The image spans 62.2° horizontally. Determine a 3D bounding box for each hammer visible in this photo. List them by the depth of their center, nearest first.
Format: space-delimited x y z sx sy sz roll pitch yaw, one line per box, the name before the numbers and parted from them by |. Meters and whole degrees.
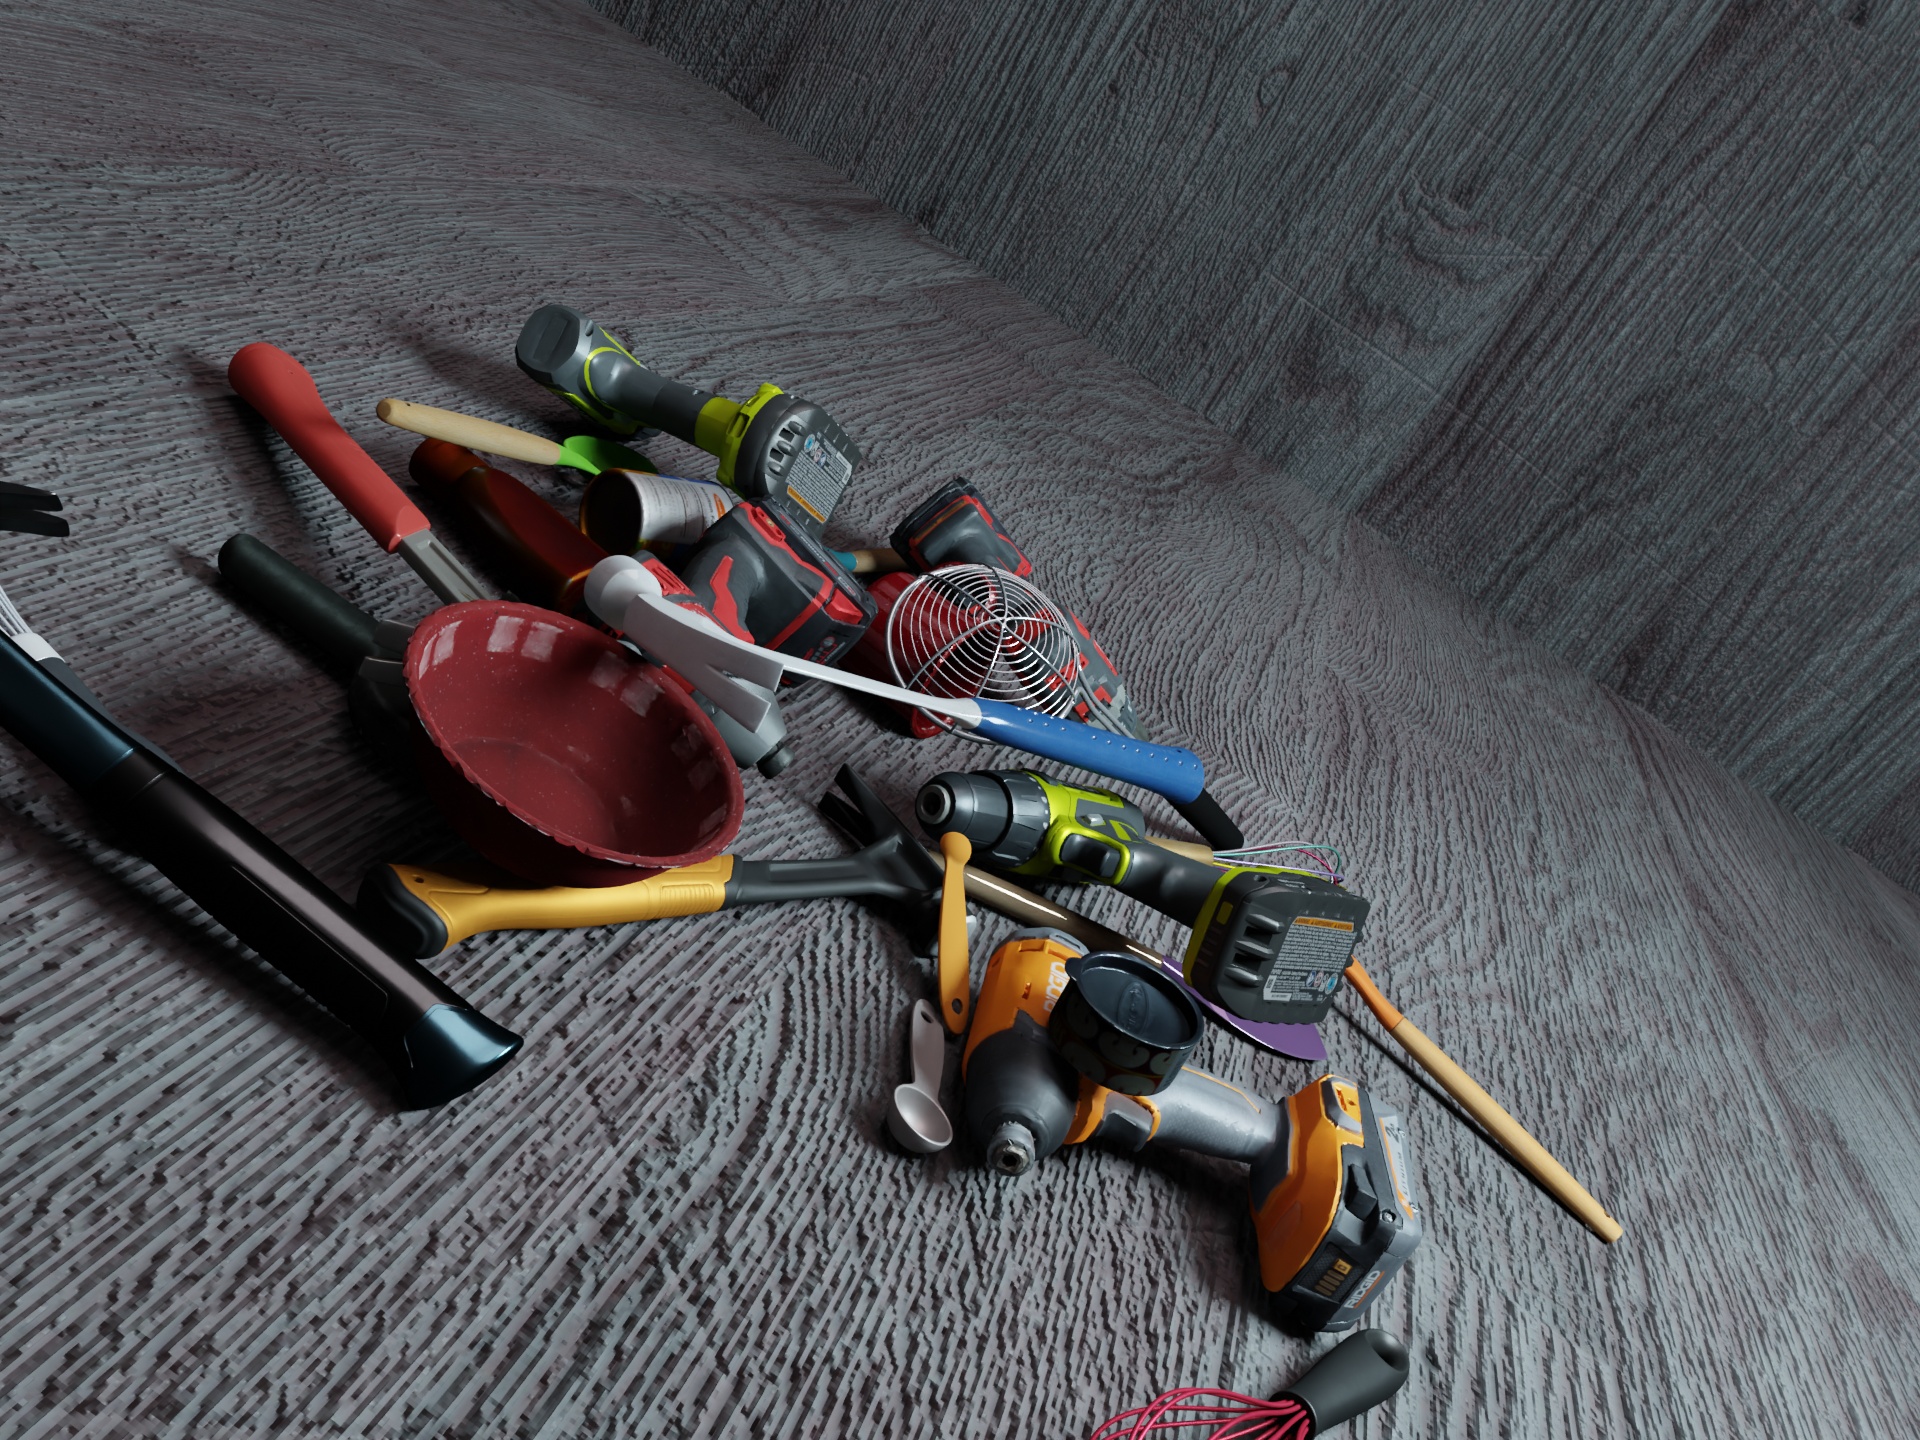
hammer | -0.303 0.030 0.590 0.331 0.033 0.128 40 60 0
hammer | -0.135 0.074 0.771 0.336 0.034 0.127 2 38 -51
hammer | -0.318 -0.116 0.848 0.359 0.036 0.149 40 20 34
hammer | -0.001 -0.003 0.872 0.405 0.035 0.144 16 13 -42

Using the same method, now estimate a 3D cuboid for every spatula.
spatula | 0.098 0.141 0.966 0.315 0.018 0.060 26 24 -18
spatula | 0.303 0.227 1.062 0.323 0.041 0.081 45 24 16
spatula | -0.084 -0.116 1.240 0.082 0.044 0.317 38 18 12

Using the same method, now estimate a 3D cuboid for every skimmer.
skimmer | 0.086 0.017 1.084 0.362 0.090 0.127 41 46 -45

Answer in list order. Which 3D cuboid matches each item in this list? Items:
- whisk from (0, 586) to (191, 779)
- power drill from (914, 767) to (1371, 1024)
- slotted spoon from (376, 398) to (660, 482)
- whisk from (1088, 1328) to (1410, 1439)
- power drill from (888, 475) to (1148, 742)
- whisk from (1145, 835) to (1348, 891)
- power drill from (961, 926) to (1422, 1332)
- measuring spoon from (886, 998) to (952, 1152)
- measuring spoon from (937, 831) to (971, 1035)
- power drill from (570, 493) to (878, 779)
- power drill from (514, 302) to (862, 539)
whisk | -0.397 -0.043 0.641 0.285 0.070 0.070 43 24 10
power drill | 0.098 0.089 0.913 0.229 0.080 0.190 25 6 37
slotted spoon | -0.277 -0.175 1.016 0.070 0.031 0.313 35 10 10
whisk | 0.129 0.294 0.654 0.073 0.073 0.295 46 19 29
power drill | 0.055 -0.066 1.214 0.187 0.080 0.227 47 4 -48
whisk | 0.192 0.103 1.138 0.244 0.051 0.047 12 36 -35
power drill | 0.105 0.202 0.775 0.226 0.084 0.164 28 23 -2
measuring spoon | -0.021 0.169 0.762 0.034 0.018 0.124 39 14 -11
measuring spoon | -0.001 0.109 0.834 0.021 0.011 0.117 27 48 -35
power drill | -0.129 -0.050 0.940 0.143 0.078 0.220 47 21 -6
power drill | -0.192 -0.215 1.155 0.223 0.080 0.171 26 -3 18
